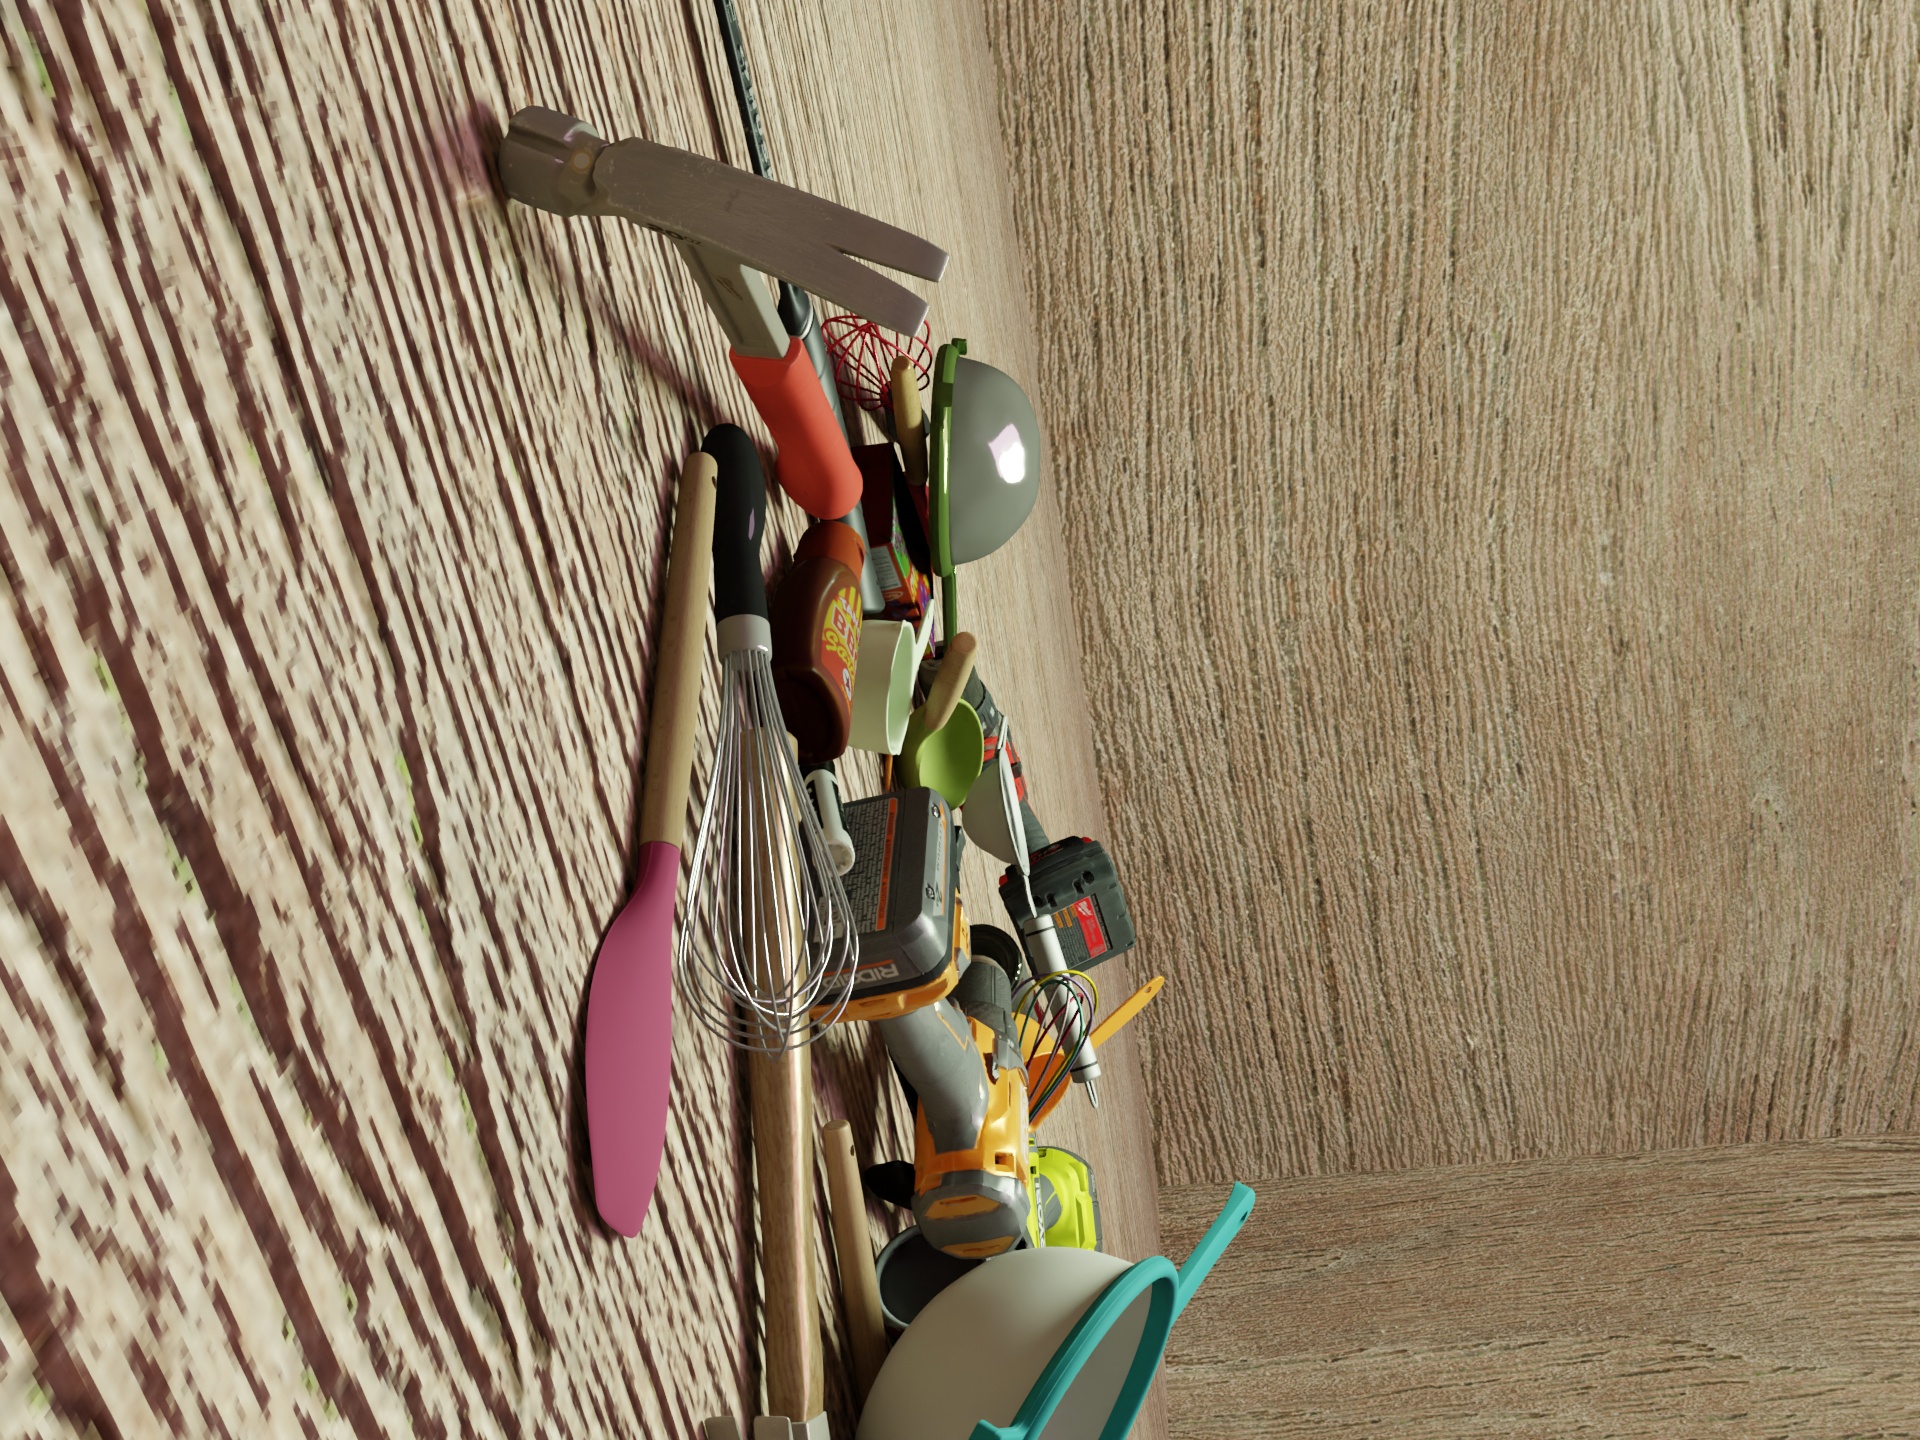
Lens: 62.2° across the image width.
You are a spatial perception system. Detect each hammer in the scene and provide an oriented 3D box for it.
[{"bbox_3d":[-0.093,-0.236,0.848,0.149,0.036,0.408,-85,166,-58],"label":"hammer"},{"bbox_3d":[-0.068,-0.142,0.674,0.359,0.149,0.037,65,47,-83],"label":"hammer"},{"bbox_3d":[-0.074,0.164,0.655,0.130,0.031,0.331,58,26,-72],"label":"hammer"}]

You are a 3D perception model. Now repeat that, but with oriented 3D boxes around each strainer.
[{"bbox_3d":[0.018,-0.120,1.056,0.152,0.069,0.256,-81,171,-65],"label":"strainer"},{"bbox_3d":[0.045,0.308,0.794,0.340,0.095,0.211,-28,136,-54],"label":"strainer"},{"bbox_3d":[0.046,0.125,1.029,0.087,0.050,0.258,34,37,-80],"label":"strainer"}]

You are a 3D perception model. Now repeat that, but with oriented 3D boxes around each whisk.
[{"bbox_3d":[-0.045,-0.226,1.085,0.296,0.073,0.073,32,51,-86],"label":"whisk"},{"bbox_3d":[0.038,0.257,1.014,0.047,0.051,0.244,-13,129,-44],"label":"whisk"},{"bbox_3d":[-0.085,-0.004,0.645,0.070,0.070,0.285,65,15,-64],"label":"whisk"}]

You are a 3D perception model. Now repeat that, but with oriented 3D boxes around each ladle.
[{"bbox_3d":[-0.002,-0.003,0.949,0.320,0.062,0.078,116,-9,-77],"label":"ladle"},{"bbox_3d":[-0.031,-0.171,1.043,0.315,0.031,0.069,85,-17,-79],"label":"ladle"}]

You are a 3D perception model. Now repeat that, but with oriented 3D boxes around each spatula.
[{"bbox_3d":[-0.039,0.345,0.786,0.060,0.018,0.316,-42,126,-71],"label":"spatula"}]

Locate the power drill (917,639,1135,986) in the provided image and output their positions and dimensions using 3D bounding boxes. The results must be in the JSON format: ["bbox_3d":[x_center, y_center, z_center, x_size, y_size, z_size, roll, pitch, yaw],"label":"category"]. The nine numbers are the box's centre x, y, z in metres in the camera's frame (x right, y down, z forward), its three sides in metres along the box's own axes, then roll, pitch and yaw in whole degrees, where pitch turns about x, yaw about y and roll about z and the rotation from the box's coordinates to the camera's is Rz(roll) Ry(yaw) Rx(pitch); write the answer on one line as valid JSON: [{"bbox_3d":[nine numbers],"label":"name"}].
[{"bbox_3d":[0.036,0.062,1.163,0.187,0.080,0.227,69,-6,-47],"label":"power drill"}]

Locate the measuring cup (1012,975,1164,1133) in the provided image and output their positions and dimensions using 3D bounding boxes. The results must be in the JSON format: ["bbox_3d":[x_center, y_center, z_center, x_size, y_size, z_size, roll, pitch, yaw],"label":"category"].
[{"bbox_3d":[0.059,0.216,1.085,0.052,0.173,0.095,43,-17,38],"label":"measuring cup"}]

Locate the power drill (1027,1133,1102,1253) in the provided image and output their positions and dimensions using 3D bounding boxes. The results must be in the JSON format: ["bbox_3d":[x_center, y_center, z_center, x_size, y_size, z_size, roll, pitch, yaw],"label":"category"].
[{"bbox_3d":[0.050,0.392,1.174,0.223,0.080,0.171,48,35,-69],"label":"power drill"}]

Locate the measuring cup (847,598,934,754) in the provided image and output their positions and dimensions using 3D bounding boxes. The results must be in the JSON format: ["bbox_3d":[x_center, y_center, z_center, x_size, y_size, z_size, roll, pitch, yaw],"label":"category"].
[{"bbox_3d":[-0.044,-0.039,0.945,0.168,0.038,0.083,-72,166,-63],"label":"measuring cup"}]

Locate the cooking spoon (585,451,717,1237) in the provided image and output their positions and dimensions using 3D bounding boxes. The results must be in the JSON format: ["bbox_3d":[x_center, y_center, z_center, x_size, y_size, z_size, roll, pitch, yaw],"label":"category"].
[{"bbox_3d":[-0.108,0.025,0.583,0.068,0.017,0.319,72,14,-56],"label":"cooking spoon"}]

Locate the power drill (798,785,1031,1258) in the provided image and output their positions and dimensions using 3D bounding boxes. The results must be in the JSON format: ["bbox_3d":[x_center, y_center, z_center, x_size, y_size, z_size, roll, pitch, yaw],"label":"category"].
[{"bbox_3d":[-0.015,0.140,0.831,0.186,0.084,0.226,-87,161,-54],"label":"power drill"}]

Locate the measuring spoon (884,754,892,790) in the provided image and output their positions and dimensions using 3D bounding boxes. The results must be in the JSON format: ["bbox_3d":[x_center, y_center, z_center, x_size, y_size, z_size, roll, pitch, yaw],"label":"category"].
[{"bbox_3d":[-0.048,-0.006,1.050,0.021,0.011,0.117,99,-7,-60],"label":"measuring spoon"}]
